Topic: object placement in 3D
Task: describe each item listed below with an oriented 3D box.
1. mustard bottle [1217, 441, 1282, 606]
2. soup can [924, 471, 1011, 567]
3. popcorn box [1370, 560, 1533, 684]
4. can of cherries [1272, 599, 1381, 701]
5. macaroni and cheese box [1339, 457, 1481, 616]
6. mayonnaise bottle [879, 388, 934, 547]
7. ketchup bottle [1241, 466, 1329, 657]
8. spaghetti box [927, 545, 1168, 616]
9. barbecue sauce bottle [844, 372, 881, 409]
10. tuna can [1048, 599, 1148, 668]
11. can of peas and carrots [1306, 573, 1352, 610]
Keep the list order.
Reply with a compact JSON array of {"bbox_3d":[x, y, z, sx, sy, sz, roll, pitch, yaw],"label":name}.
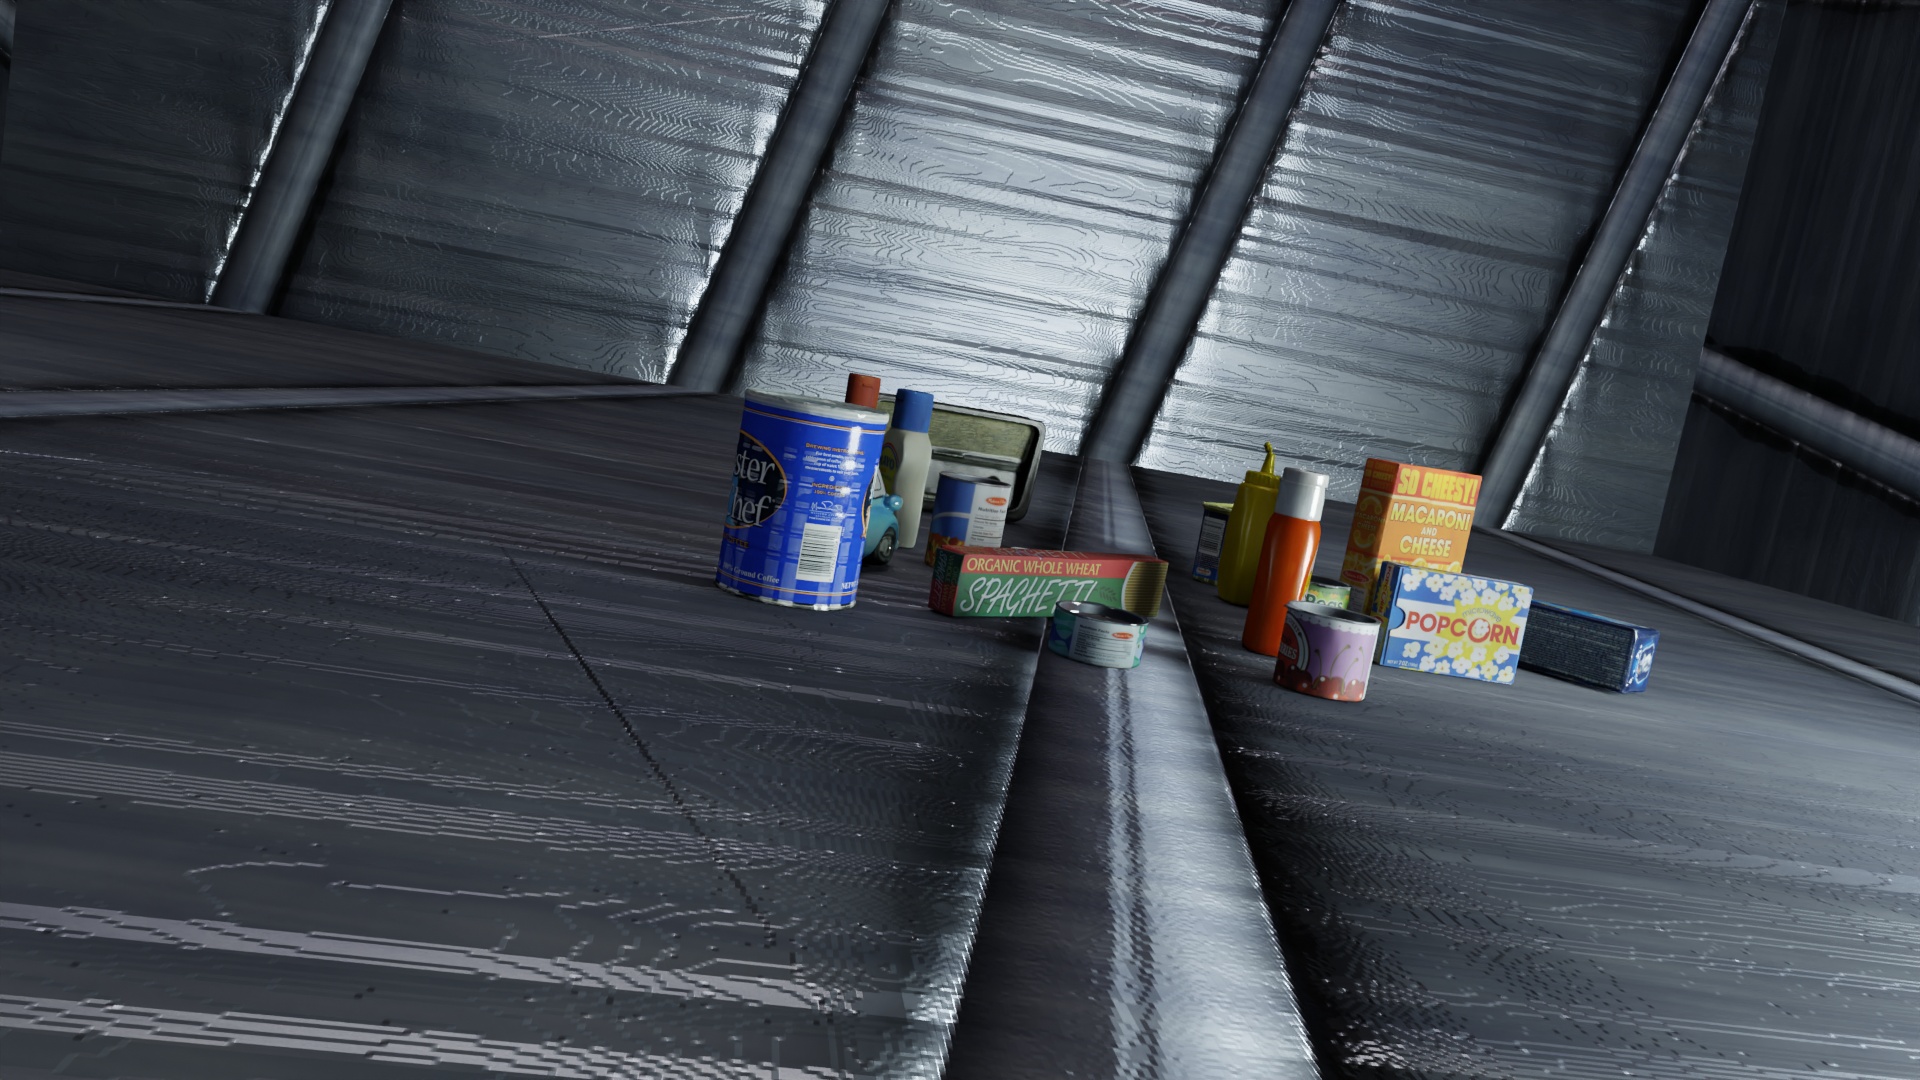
[{"bbox_3d":[0.290,-0.016,1.356,0.049,0.160,0.065,9,7,-10],"label":"mustard bottle"},{"bbox_3d":[0.004,-0.016,1.251,0.071,0.083,0.071,10,7,-1],"label":"soup can"},{"bbox_3d":[0.410,0.069,1.170,0.127,0.085,0.038,9,7,-12],"label":"popcorn box"},{"bbox_3d":[0.259,0.078,0.994,0.071,0.058,0.071,10,7,-1],"label":"can of cherries"},{"bbox_3d":[0.400,0.014,1.252,0.124,0.166,0.040,5,8,-36],"label":"macaroni and cheese box"},{"bbox_3d":[-0.056,-0.070,1.332,0.041,0.148,0.065,6,8,-32],"label":"mayonnaise bottle"},{"bbox_3d":[0.261,0.017,1.114,0.043,0.148,0.065,11,7,8],"label":"ketchup bottle"},{"bbox_3d":[0.076,0.034,1.104,0.250,0.050,0.029,3,10,-45],"label":"spaghetti box"},{"bbox_3d":[-0.118,-0.111,1.546,0.065,0.148,0.044,8,7,-20],"label":"barbecue sauce bottle"},{"bbox_3d":[0.095,0.065,0.970,0.071,0.032,0.071,10,7,-1],"label":"tuna can"},{"bbox_3d":[0.295,0.060,1.179,0.071,0.058,0.071,10,7,-1],"label":"can of peas and carrots"}]
